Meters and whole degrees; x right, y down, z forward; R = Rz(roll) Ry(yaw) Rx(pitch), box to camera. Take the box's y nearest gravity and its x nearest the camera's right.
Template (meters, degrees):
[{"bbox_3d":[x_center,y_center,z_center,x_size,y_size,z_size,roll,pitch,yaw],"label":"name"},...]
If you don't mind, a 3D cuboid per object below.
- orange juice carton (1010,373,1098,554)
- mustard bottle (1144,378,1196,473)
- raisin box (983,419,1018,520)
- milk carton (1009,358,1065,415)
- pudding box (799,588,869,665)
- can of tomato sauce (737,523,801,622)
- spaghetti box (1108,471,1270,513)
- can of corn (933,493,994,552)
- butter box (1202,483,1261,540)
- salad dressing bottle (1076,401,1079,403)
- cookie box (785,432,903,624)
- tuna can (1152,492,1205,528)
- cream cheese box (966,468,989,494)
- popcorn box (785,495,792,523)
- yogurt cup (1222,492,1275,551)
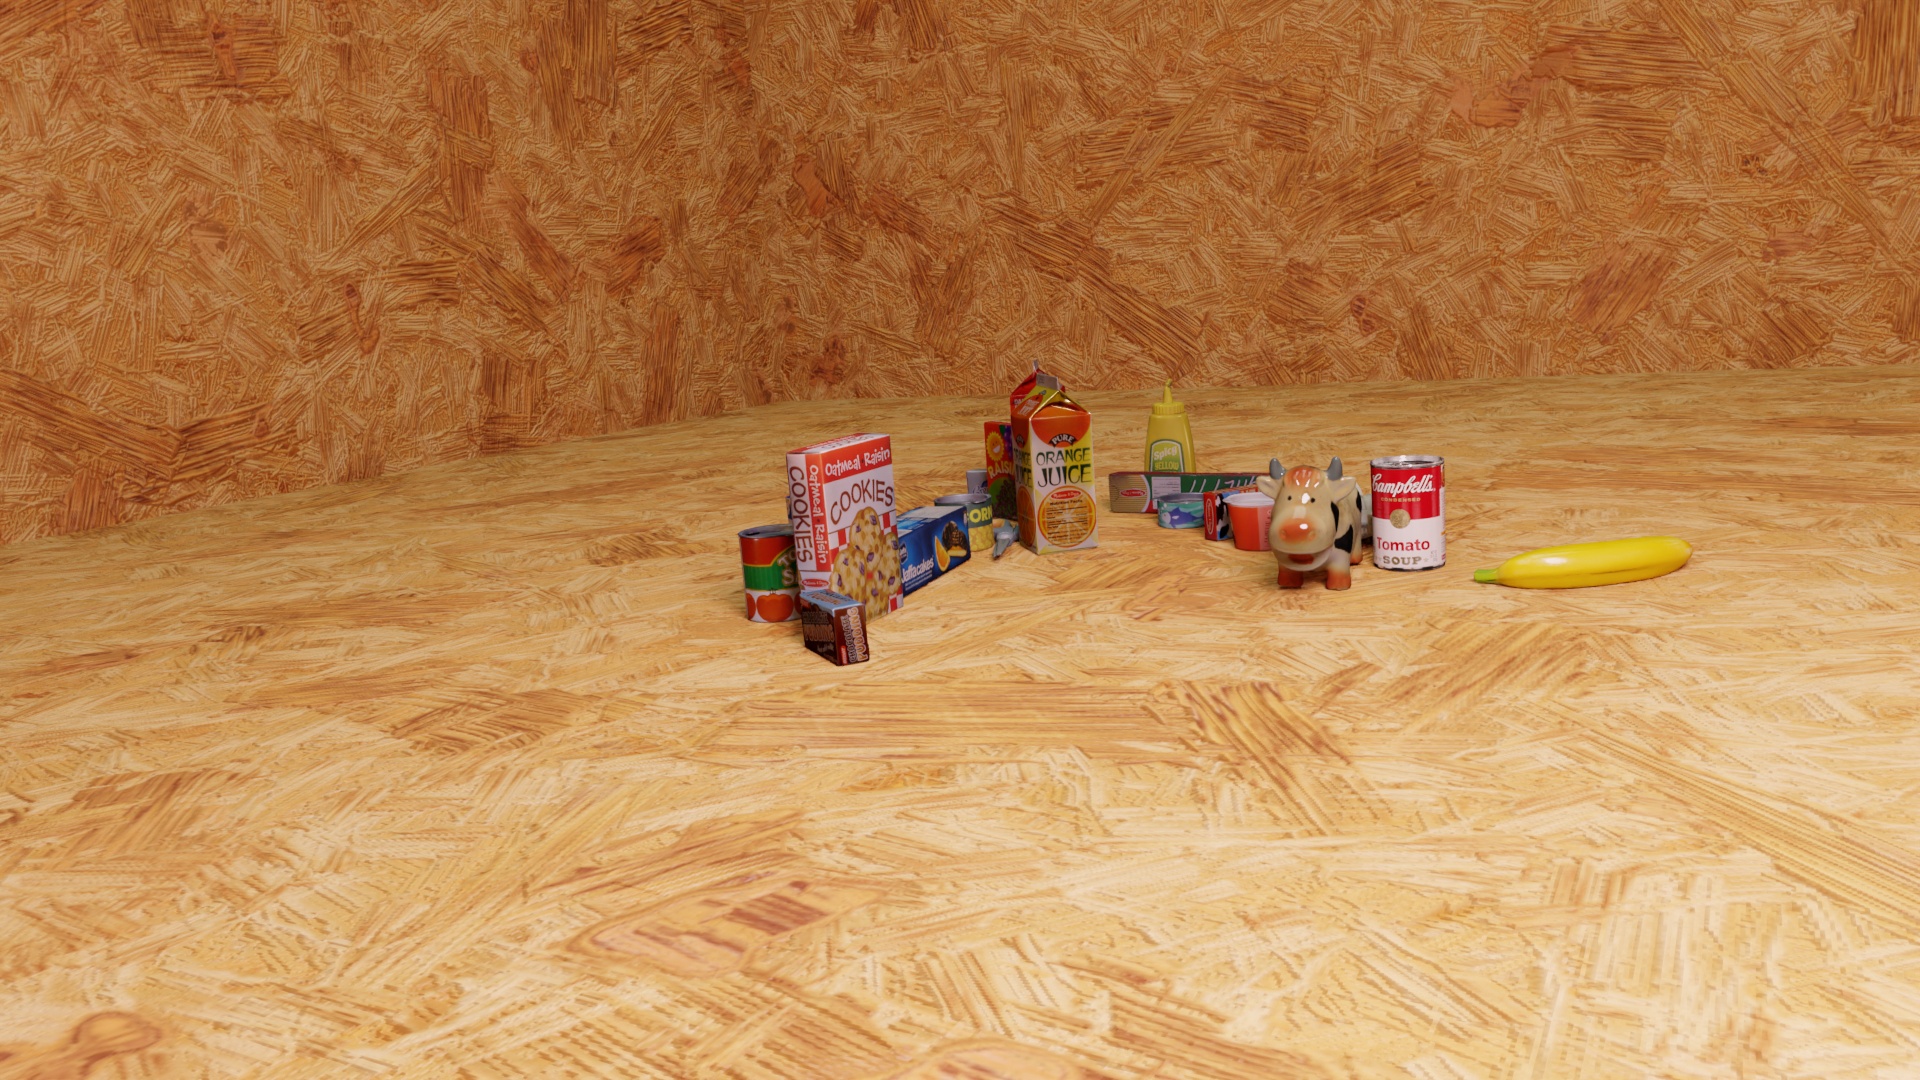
[{"bbox_3d":[0.102,-0.087,1.533,0.073,0.192,0.072,-7,10,-13],"label":"orange juice carton"},{"bbox_3d":[0.263,-0.124,1.752,0.065,0.160,0.049,-1,10,19],"label":"mustard bottle"},{"bbox_3d":[0.072,-0.089,1.749,0.040,0.123,0.086,-11,12,-31],"label":"raisin box"},{"bbox_3d":[0.107,-0.148,1.866,0.073,0.190,0.072,-3,10,8],"label":"milk carton"},{"bbox_3d":[-0.105,0.071,1.159,0.030,0.049,0.084,-9,11,-25],"label":"pudding box"},{"bbox_3d":[-0.172,0.030,1.316,0.071,0.083,0.071,-4,10,1],"label":"can of tomato sauce"},{"bbox_3d":[0.298,-0.057,1.681,0.250,0.050,0.029,2,12,32],"label":"spaghetti box"},{"bbox_3d":[0.006,-0.020,1.581,0.071,0.058,0.071,-4,10,1],"label":"can of corn"},{"bbox_3d":[0.315,-0.033,1.537,0.104,0.053,0.024,-10,11,-29],"label":"butter box"},{"bbox_3d":[0.130,-0.094,1.685,0.044,0.147,0.064,5,14,44],"label":"salad dressing bottle"},{"bbox_3d":[-0.103,-0.008,1.260,0.040,0.167,0.123,0,11,27],"label":"cookie box"},{"bbox_3d":[0.261,-0.035,1.625,0.071,0.032,0.071,-4,10,1],"label":"tuna can"},{"bbox_3d":[0.060,-0.068,1.834,0.104,0.053,0.024,0,11,23],"label":"cream cheese box"},{"bbox_3d":[-0.145,-0.003,1.477,0.038,0.085,0.127,-9,11,-25],"label":"popcorn box"},{"bbox_3d":[0.315,-0.020,1.462,0.072,0.054,0.072,-4,10,1],"label":"yogurt cup"}]
